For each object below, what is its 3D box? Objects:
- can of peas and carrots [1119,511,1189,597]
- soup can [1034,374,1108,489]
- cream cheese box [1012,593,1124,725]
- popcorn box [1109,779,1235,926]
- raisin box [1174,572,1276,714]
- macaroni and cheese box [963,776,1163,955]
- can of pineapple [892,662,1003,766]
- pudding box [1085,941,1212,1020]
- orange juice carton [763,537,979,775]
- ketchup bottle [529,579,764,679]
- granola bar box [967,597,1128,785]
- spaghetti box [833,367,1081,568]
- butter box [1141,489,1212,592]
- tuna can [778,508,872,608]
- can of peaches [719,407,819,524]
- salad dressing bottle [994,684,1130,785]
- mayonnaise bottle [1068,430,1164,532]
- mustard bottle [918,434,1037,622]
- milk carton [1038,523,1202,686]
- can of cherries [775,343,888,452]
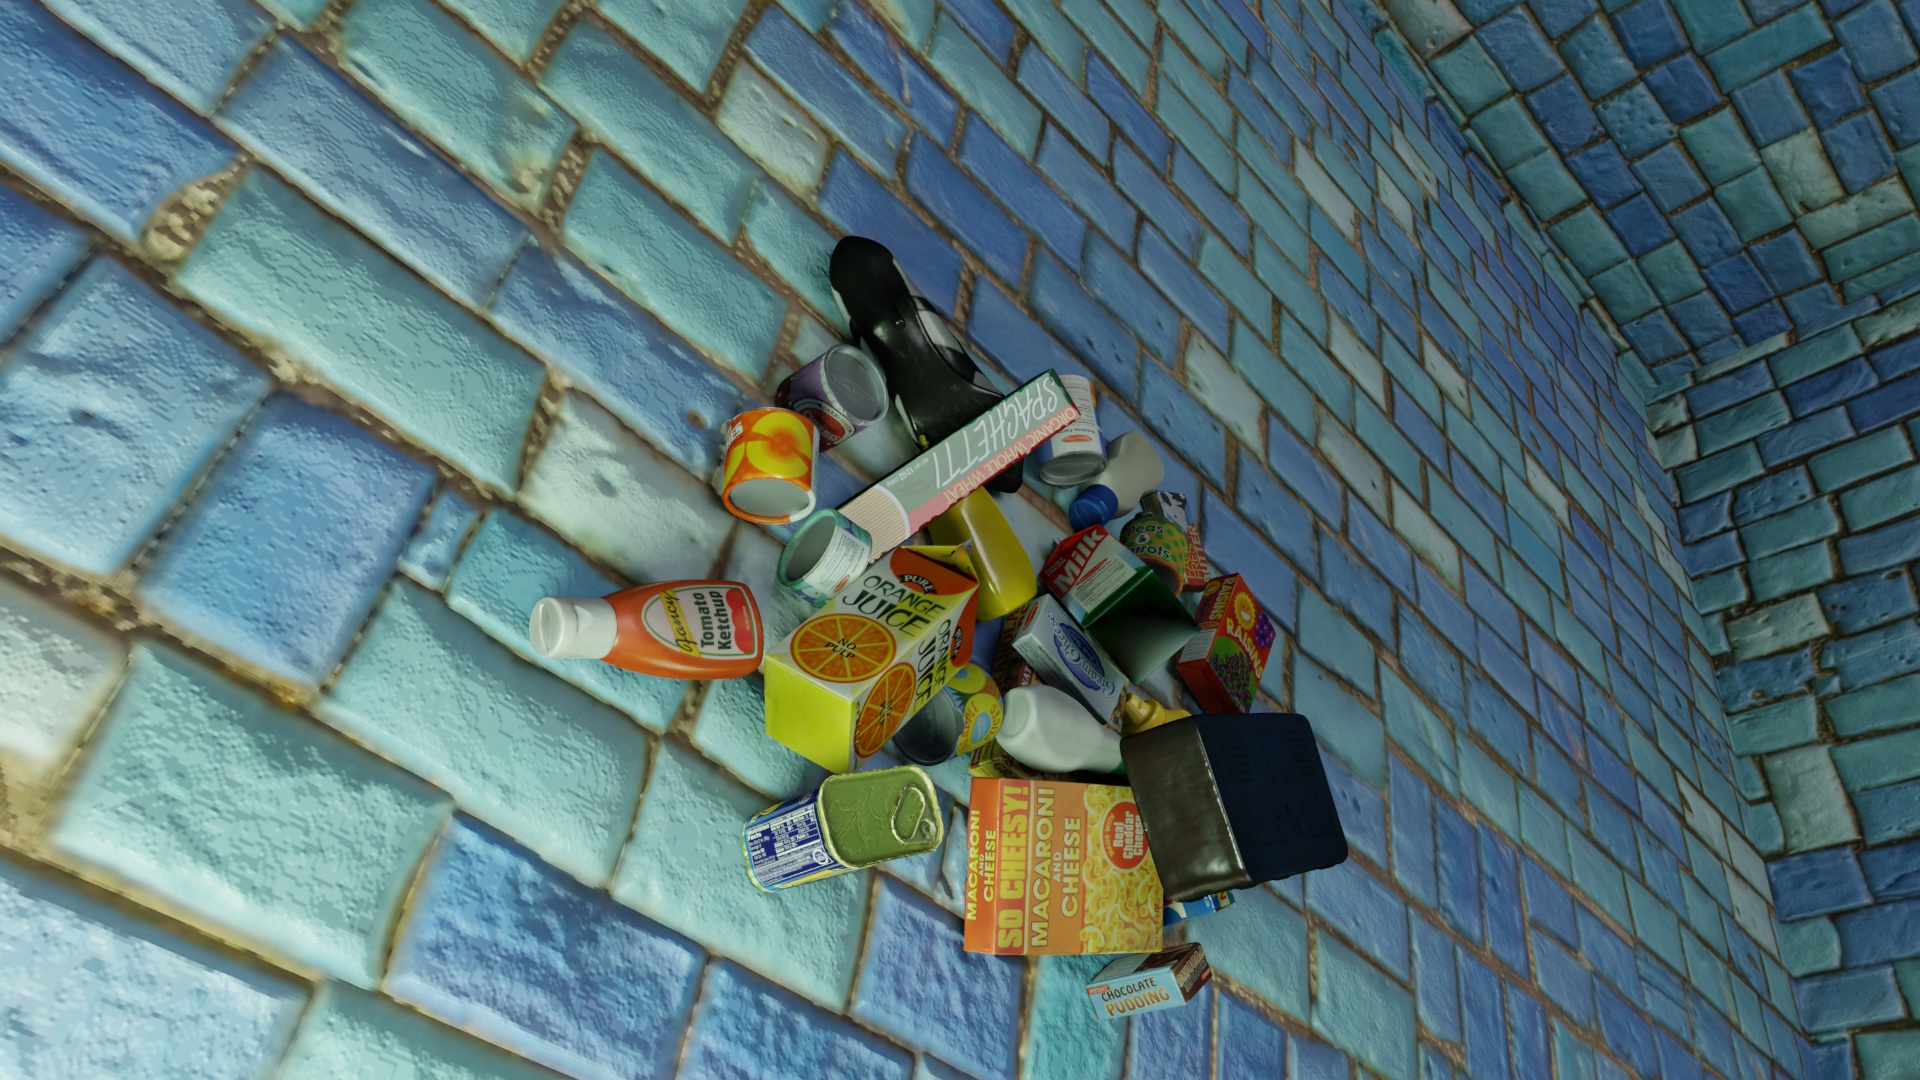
[{"bbox_3d":[0.179,0.017,1.308,0.071,0.070,0.059,42,42,-26],"label":"can of peas and carrots"},{"bbox_3d":[0.097,-0.101,1.290,0.071,0.071,0.084,19,54,-44],"label":"soup can"},{"bbox_3d":[0.087,0.098,1.116,0.103,0.024,0.054,49,40,-17],"label":"cream cheese box"},{"bbox_3d":[0.160,0.245,1.127,0.038,0.085,0.127,3,66,-53],"label":"popcorn box"},{"bbox_3d":[0.261,0.105,1.356,0.086,0.040,0.124,54,43,-24],"label":"raisin box"},{"bbox_3d":[0.079,0.242,1.030,0.166,0.040,0.124,12,75,-36],"label":"macaroni and cheese box"},{"bbox_3d":[-0.009,0.126,1.013,0.058,0.070,0.071,-11,77,-53],"label":"can of pineapple"},{"bbox_3d":[0.142,0.334,1.052,0.050,0.083,0.030,-18,84,-54],"label":"pudding box"},{"bbox_3d":[-0.047,0.070,0.955,0.194,0.073,0.071,-40,146,-44],"label":"orange juice carton"},{"bbox_3d":[-0.192,0.055,0.859,0.149,0.043,0.065,5,65,-48],"label":"ketchup bottle"},{"bbox_3d":[0.074,0.148,1.125,0.124,0.039,0.166,42,41,-25],"label":"granola bar box"},{"bbox_3d":[-0.003,-0.059,1.094,0.251,0.028,0.050,-36,98,-30],"label":"spaghetti box"},{"bbox_3d":[0.219,0.002,1.403,0.053,0.024,0.104,5,64,-48],"label":"butter box"},{"bbox_3d":[-0.097,0.012,0.984,0.033,0.071,0.071,36,44,-30],"label":"tuna can"},{"bbox_3d":[-0.135,-0.052,0.977,0.071,0.071,0.058,26,50,-39],"label":"can of peaches"},{"bbox_3d":[0.089,0.154,1.069,0.147,0.044,0.064,27,49,-39],"label":"salad dressing bottle"},{"bbox_3d":[0.148,-0.053,1.340,0.064,0.041,0.149,56,38,-7],"label":"mayonnaise bottle"},{"bbox_3d":[0.004,-0.014,1.134,0.065,0.048,0.160,-26,88,-49],"label":"mustard bottle"},{"bbox_3d":[0.127,0.046,1.184,0.072,0.073,0.191,49,1,-19],"label":"milk carton"},{"bbox_3d":[-0.099,-0.106,1.060,0.071,0.058,0.072,29,48,-38],"label":"can of cherries"}]
